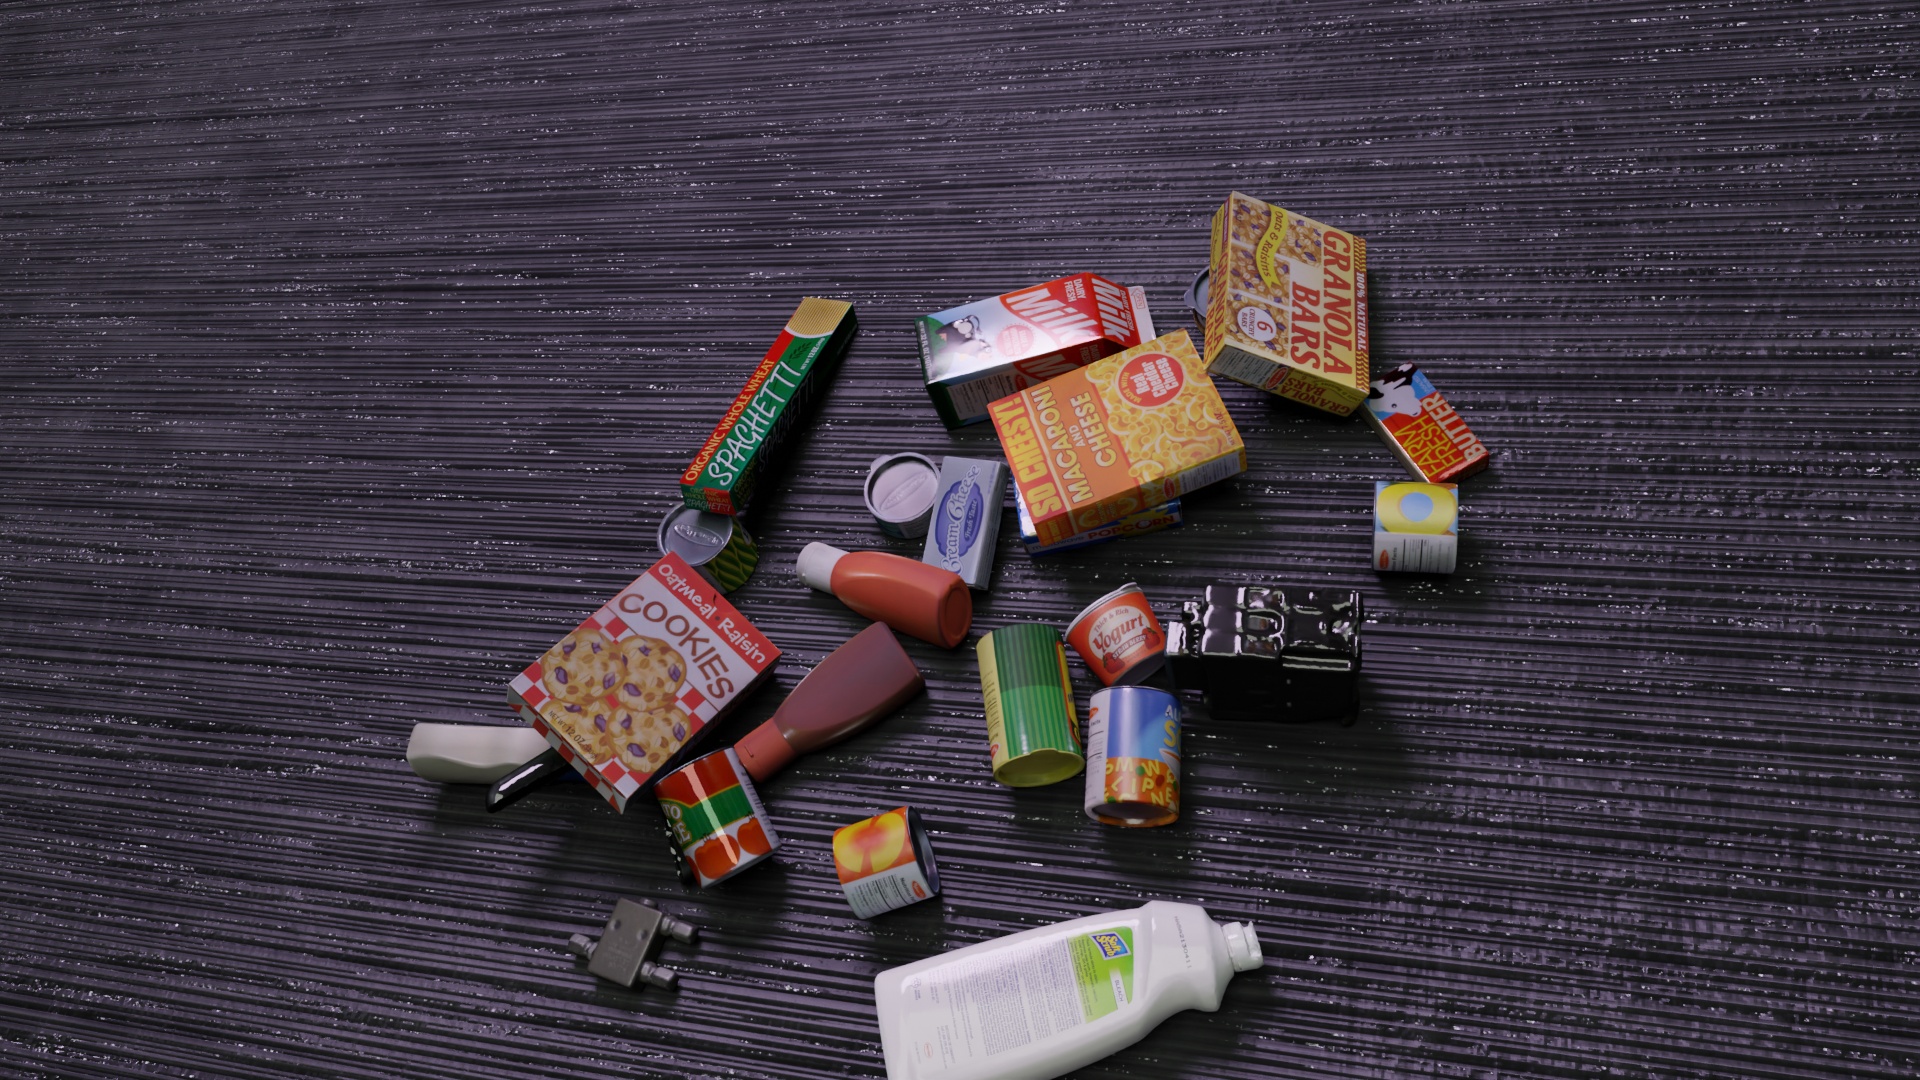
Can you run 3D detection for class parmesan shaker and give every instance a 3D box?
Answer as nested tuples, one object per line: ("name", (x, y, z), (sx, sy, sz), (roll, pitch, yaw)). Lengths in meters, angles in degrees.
("parmesan shaker", (0.051, 0.118, 1.010), (0.071, 0.071, 0.103), (-13, 60, 9))

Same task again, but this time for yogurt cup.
("yogurt cup", (0.119, 0.075, 1.020), (0.072, 0.072, 0.054), (-32, 67, -3))

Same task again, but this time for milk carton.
("milk carton", (0.065, -0.162, 1.157), (0.190, 0.073, 0.072), (-14, 60, 8))

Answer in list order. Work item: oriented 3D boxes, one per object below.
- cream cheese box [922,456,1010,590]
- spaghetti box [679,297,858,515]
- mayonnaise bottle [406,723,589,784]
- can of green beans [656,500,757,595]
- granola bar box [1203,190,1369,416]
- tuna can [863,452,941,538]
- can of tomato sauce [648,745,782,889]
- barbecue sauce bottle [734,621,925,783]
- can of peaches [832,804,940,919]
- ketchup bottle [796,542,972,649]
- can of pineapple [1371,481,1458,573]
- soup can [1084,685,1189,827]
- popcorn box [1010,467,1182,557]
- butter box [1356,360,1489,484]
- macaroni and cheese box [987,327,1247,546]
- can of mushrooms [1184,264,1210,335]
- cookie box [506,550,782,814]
("cream cheese box", (0.004, -0.014, 1.101), (0.053, 0.024, 0.104), (6, 79, 33))
("spaghetti box", (-0.159, -0.120, 1.184), (0.050, 0.028, 0.251), (10, 50, 20))
("mayonnaise bottle", (-0.355, 0.170, 1.099), (0.148, 0.064, 0.041), (1, 61, 4))
("can of green beans", (-0.209, 0.005, 1.150), (0.071, 0.057, 0.071), (-7, 61, 12))
("granola bar box", (0.258, -0.187, 1.096), (0.124, 0.039, 0.166), (17, 56, -11))
("tuna can", (-0.045, -0.038, 1.143), (0.071, 0.032, 0.071), (-6, 61, 12))
("can of tomato sauce", (-0.180, 0.204, 1.017), (0.071, 0.071, 0.083), (-29, 79, -1))
("barbecue sauce bottle", (-0.103, 0.128, 1.063), (0.149, 0.043, 0.065), (-35, 62, -4))
("can of peaches", (-0.053, 0.226, 0.984), (0.058, 0.071, 0.071), (-20, 59, 5))
("ketchup bottle", (-0.063, 0.037, 1.093), (0.149, 0.064, 0.044), (17, 46, 31))
("can of pineapple", (0.329, -0.011, 1.007), (0.058, 0.070, 0.071), (2, 63, 16))
("soup can", (0.125, 0.152, 0.975), (0.071, 0.071, 0.084), (-2, 63, 15))
("popcorn box", (0.106, -0.042, 1.101), (0.127, 0.038, 0.085), (-12, 59, 9))
("butter box", (0.352, -0.085, 1.065), (0.053, 0.024, 0.104), (-29, 58, 0))
("macaroni and cheese box", (0.119, -0.079, 1.071), (0.166, 0.040, 0.124), (-21, 57, 3))
("can of mushrooms", (0.223, -0.199, 1.156), (0.071, 0.033, 0.071), (-6, 62, 12))
("cookie box", (-0.237, 0.104, 1.056), (0.123, 0.040, 0.168), (42, 56, 6))
